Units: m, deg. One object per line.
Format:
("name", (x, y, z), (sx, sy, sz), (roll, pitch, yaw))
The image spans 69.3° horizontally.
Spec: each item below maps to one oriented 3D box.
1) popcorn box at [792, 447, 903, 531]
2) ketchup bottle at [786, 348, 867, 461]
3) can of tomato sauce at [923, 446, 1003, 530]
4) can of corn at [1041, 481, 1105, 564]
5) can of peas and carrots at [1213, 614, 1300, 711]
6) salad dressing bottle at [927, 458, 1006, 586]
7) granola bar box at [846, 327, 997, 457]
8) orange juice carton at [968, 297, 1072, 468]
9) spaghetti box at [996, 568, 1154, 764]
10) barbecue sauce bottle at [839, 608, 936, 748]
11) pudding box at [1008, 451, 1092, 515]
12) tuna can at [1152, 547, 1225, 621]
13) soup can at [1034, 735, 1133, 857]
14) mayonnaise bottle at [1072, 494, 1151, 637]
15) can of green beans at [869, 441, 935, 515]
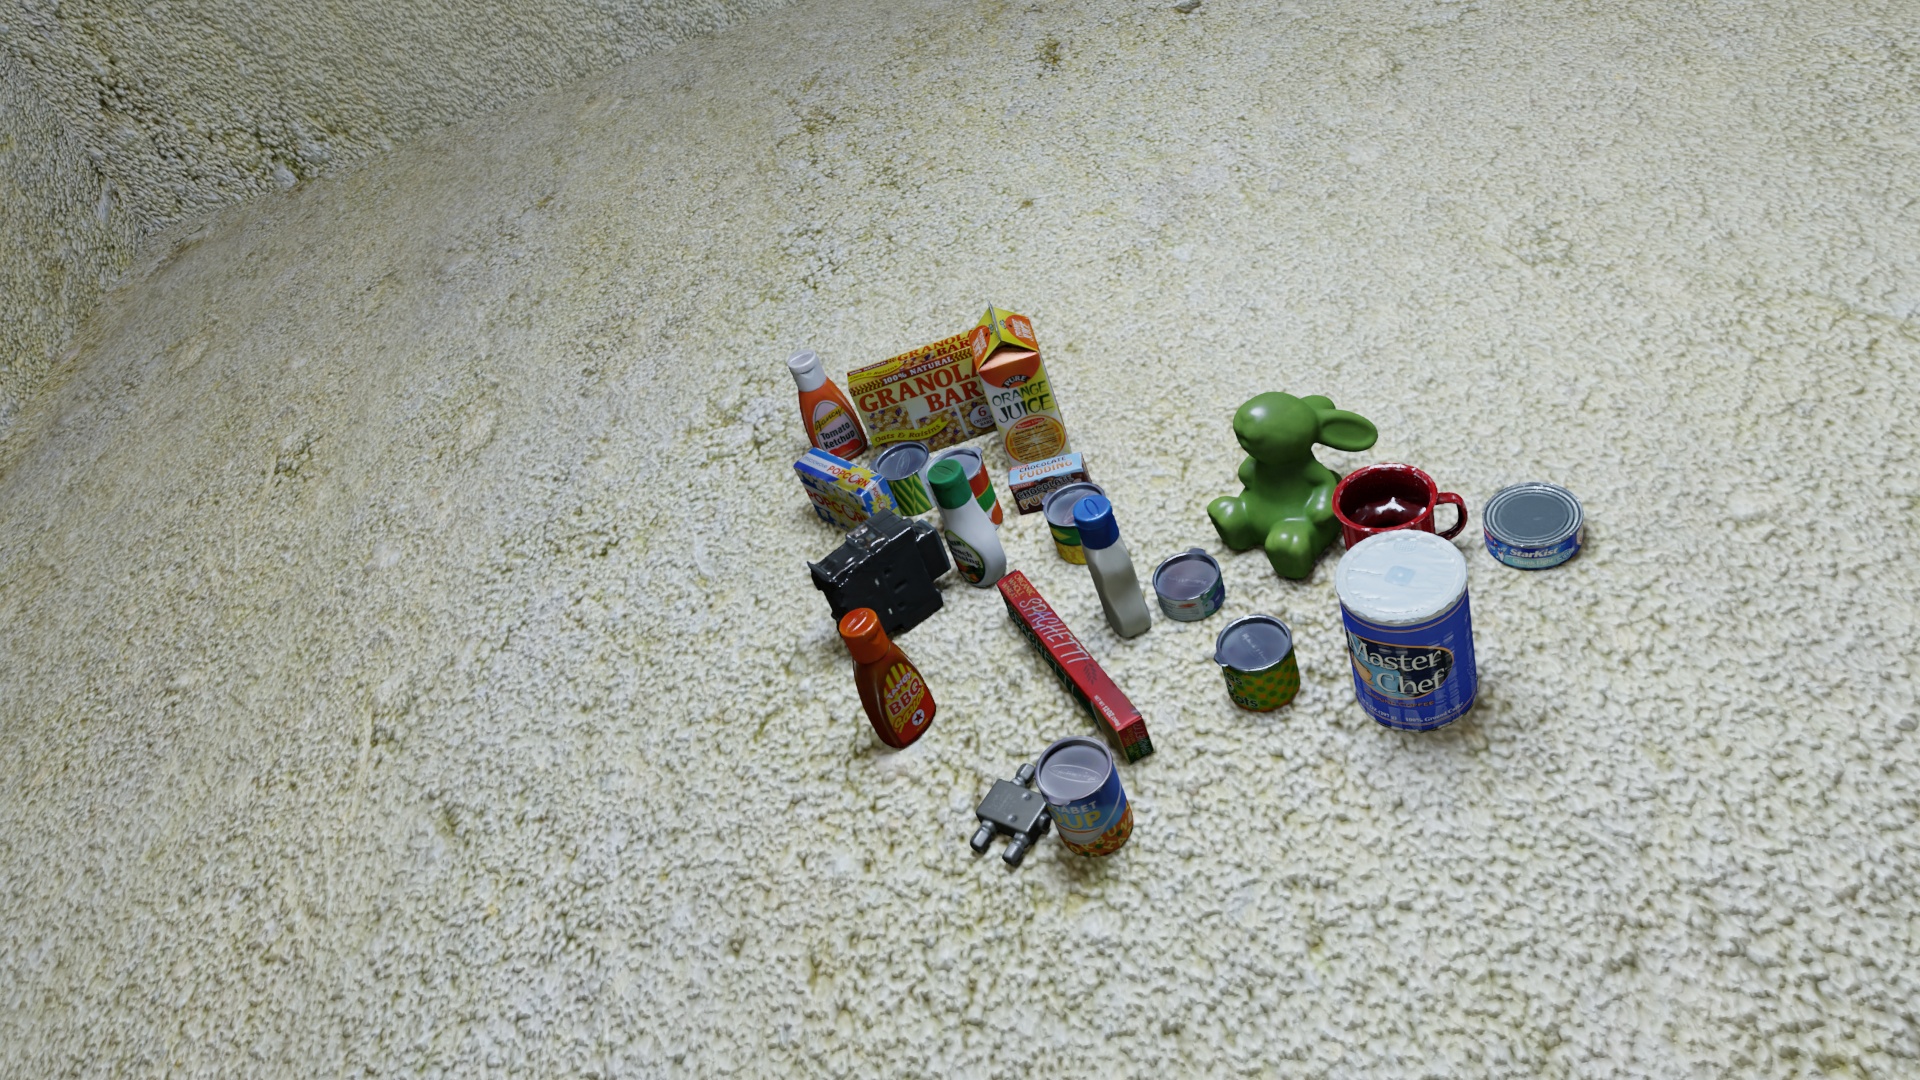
("popcorn box", (-0.125, -0.048, 1.565), (0.127, 0.085, 0.038), (24, 58, 42))
("ketchup bottle", (-0.164, -0.160, 1.661), (0.065, 0.148, 0.044), (-26, 39, -5))
("can of tomato sauce", (0.005, -0.050, 1.509), (0.071, 0.082, 0.071), (-13, 40, 11))
("can of corn", (0.123, -0.018, 1.437), (0.071, 0.058, 0.071), (-13, 40, 11))
("can of peas and carrots", (0.262, 0.110, 1.227), (0.071, 0.058, 0.071), (-13, 40, 11))
("salad dressing bottle", (0.005, -0.018, 1.421), (0.064, 0.147, 0.044), (24, 58, 42))
("granola bar box", (-0.035, -0.167, 1.627), (0.165, 0.123, 0.039), (-18, 39, 5))
("orange juice carton", (0.062, -0.174, 1.537), (0.073, 0.191, 0.072), (-18, 39, 6))
("spaghetti box", (0.103, 0.113, 1.304), (0.029, 0.050, 0.251), (-29, 40, -8))
("barbecue sauce bottle", (-0.071, 0.125, 1.293), (0.044, 0.148, 0.065), (19, 54, 39))
("pudding box", (0.098, -0.062, 1.505), (0.083, 0.049, 0.030), (-12, 40, 12))
("tuna can", (0.222, 0.043, 1.342), (0.071, 0.032, 0.071), (-13, 40, 11))
("soup can", (0.103, 0.216, 1.160), (0.071, 0.083, 0.072), (-13, 40, 11))
("mayonnaise bottle", (0.142, 0.022, 1.312), (0.041, 0.147, 0.065), (-25, 39, -2))
("can of green beans", (-0.058, -0.070, 1.581), (0.071, 0.057, 0.071), (-13, 40, 11))
